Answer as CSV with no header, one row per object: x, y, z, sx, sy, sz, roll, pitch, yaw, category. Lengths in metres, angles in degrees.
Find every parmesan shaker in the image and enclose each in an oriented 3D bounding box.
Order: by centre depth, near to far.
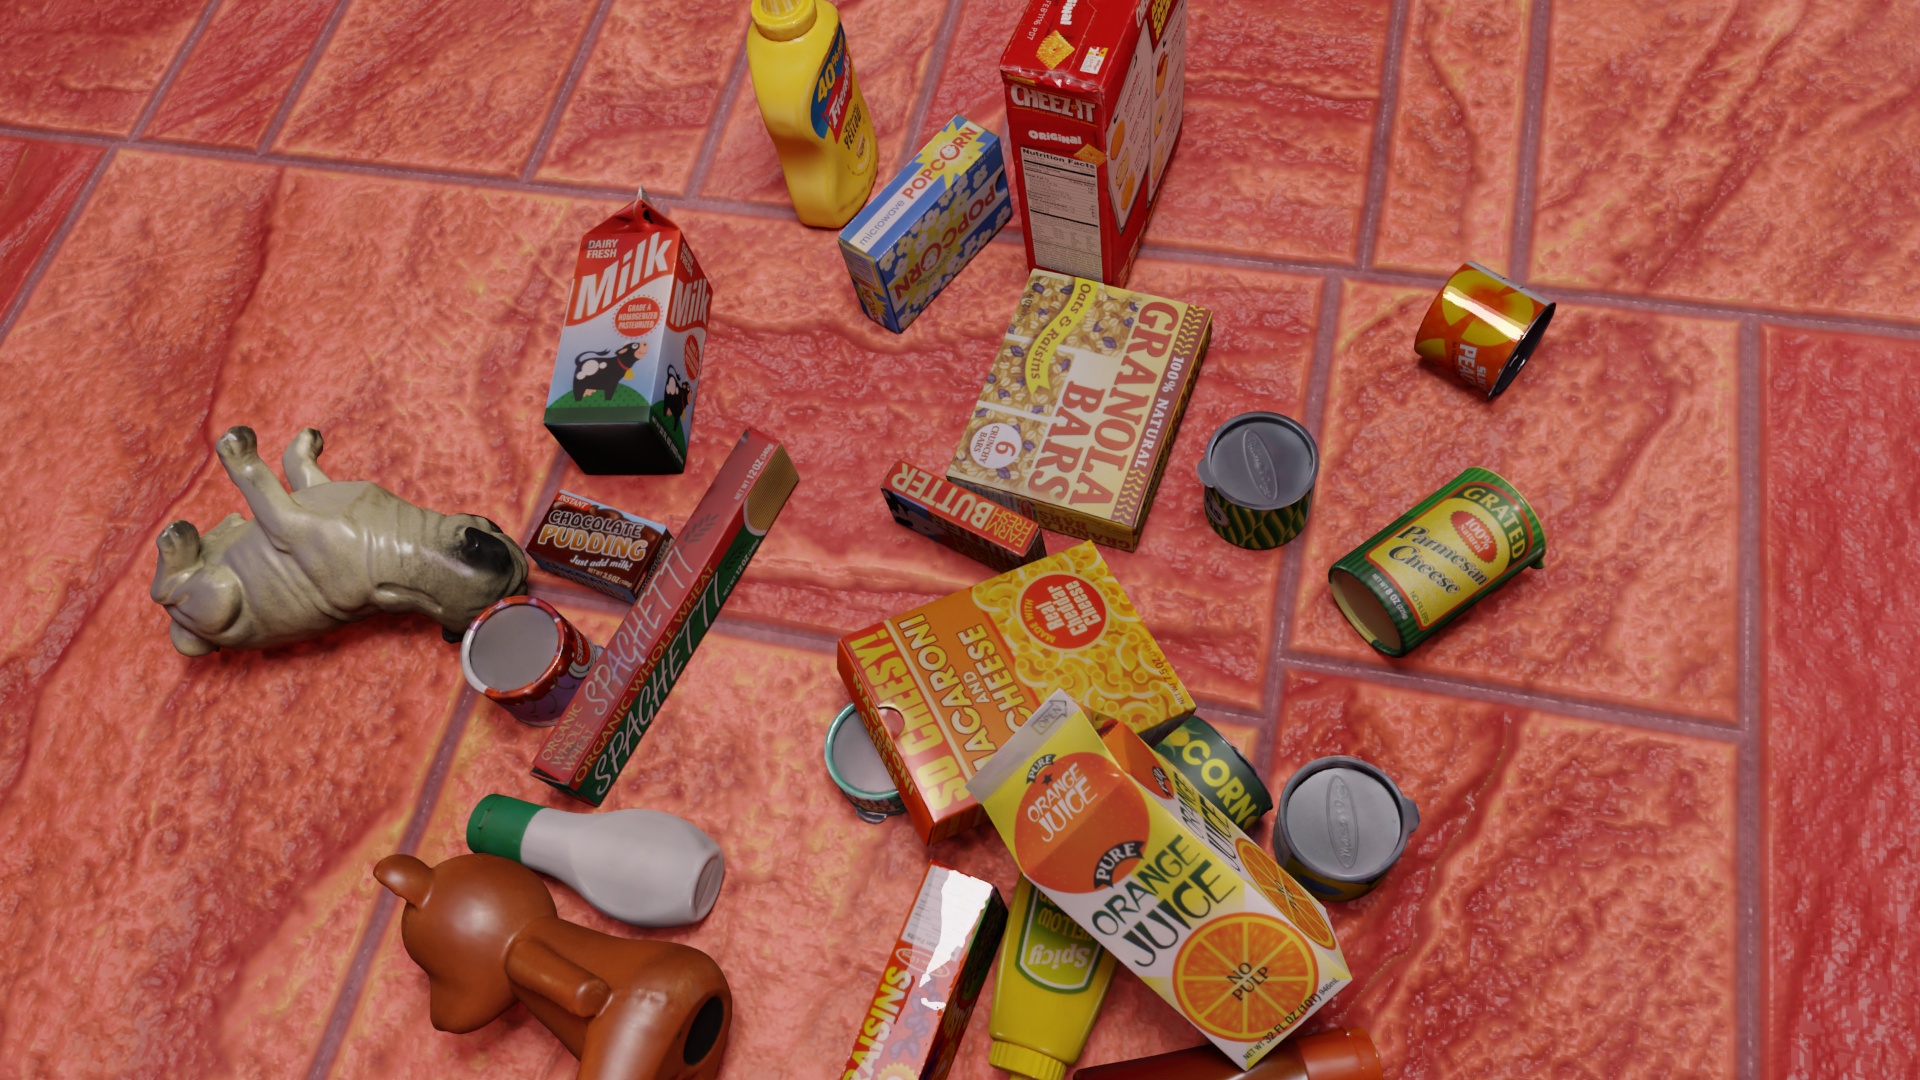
0.273,0.015,0.795,0.103,0.071,0.071,-34,64,-8,parmesan shaker

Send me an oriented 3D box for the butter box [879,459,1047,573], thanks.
0.003,-0.011,0.855,0.103,0.053,0.024,26,73,19,butter box

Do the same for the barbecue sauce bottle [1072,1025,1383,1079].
0.134,0.275,0.693,0.149,0.065,0.043,-9,88,-5,barbecue sauce bottle

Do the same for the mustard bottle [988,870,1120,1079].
0.049,0.232,0.731,0.065,0.048,0.161,14,67,11,mustard bottle

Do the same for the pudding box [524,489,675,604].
-0.230,0.005,0.895,0.084,0.030,0.050,19,68,17,pudding box

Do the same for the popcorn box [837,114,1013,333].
-0.022,-0.213,0.939,0.038,0.085,0.127,35,74,23,popcorn box

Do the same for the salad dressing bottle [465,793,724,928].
-0.212,0.180,0.800,0.148,0.043,0.064,11,67,15,salad dressing bottle

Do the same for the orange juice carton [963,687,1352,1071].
0.094,0.160,0.683,0.192,0.073,0.071,43,102,-6,orange juice carton

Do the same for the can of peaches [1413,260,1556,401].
0.322,-0.129,0.858,0.058,0.071,0.071,36,74,22,can of peaches

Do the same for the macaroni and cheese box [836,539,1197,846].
0.030,0.082,0.790,0.167,0.040,0.124,-20,61,-19,macaroni and cheese box

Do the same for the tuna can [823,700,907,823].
-0.045,0.126,0.807,0.071,0.032,0.071,-3,63,7,tuna can

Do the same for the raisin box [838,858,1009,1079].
-0.018,0.237,0.719,0.040,0.085,0.124,18,68,15,raisin box

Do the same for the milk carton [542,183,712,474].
-0.219,-0.145,0.943,0.073,0.072,0.191,0,64,9,milk carton

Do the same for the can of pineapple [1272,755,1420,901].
0.203,0.155,0.741,0.071,0.057,0.071,-3,64,7,can of pineapple

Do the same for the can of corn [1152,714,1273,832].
0.126,0.138,0.754,0.058,0.071,0.071,-38,65,-9,can of corn

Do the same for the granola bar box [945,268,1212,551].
0.078,-0.087,0.889,0.124,0.039,0.166,16,68,15,granola bar box

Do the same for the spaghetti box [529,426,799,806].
-0.177,0.045,0.857,0.029,0.050,0.251,22,70,19,spaghetti box

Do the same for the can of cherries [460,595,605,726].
-0.260,0.073,0.851,0.071,0.058,0.072,-4,64,7,can of cherries

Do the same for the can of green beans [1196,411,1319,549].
0.180,-0.035,0.837,0.071,0.057,0.071,-3,64,7,can of green beans
